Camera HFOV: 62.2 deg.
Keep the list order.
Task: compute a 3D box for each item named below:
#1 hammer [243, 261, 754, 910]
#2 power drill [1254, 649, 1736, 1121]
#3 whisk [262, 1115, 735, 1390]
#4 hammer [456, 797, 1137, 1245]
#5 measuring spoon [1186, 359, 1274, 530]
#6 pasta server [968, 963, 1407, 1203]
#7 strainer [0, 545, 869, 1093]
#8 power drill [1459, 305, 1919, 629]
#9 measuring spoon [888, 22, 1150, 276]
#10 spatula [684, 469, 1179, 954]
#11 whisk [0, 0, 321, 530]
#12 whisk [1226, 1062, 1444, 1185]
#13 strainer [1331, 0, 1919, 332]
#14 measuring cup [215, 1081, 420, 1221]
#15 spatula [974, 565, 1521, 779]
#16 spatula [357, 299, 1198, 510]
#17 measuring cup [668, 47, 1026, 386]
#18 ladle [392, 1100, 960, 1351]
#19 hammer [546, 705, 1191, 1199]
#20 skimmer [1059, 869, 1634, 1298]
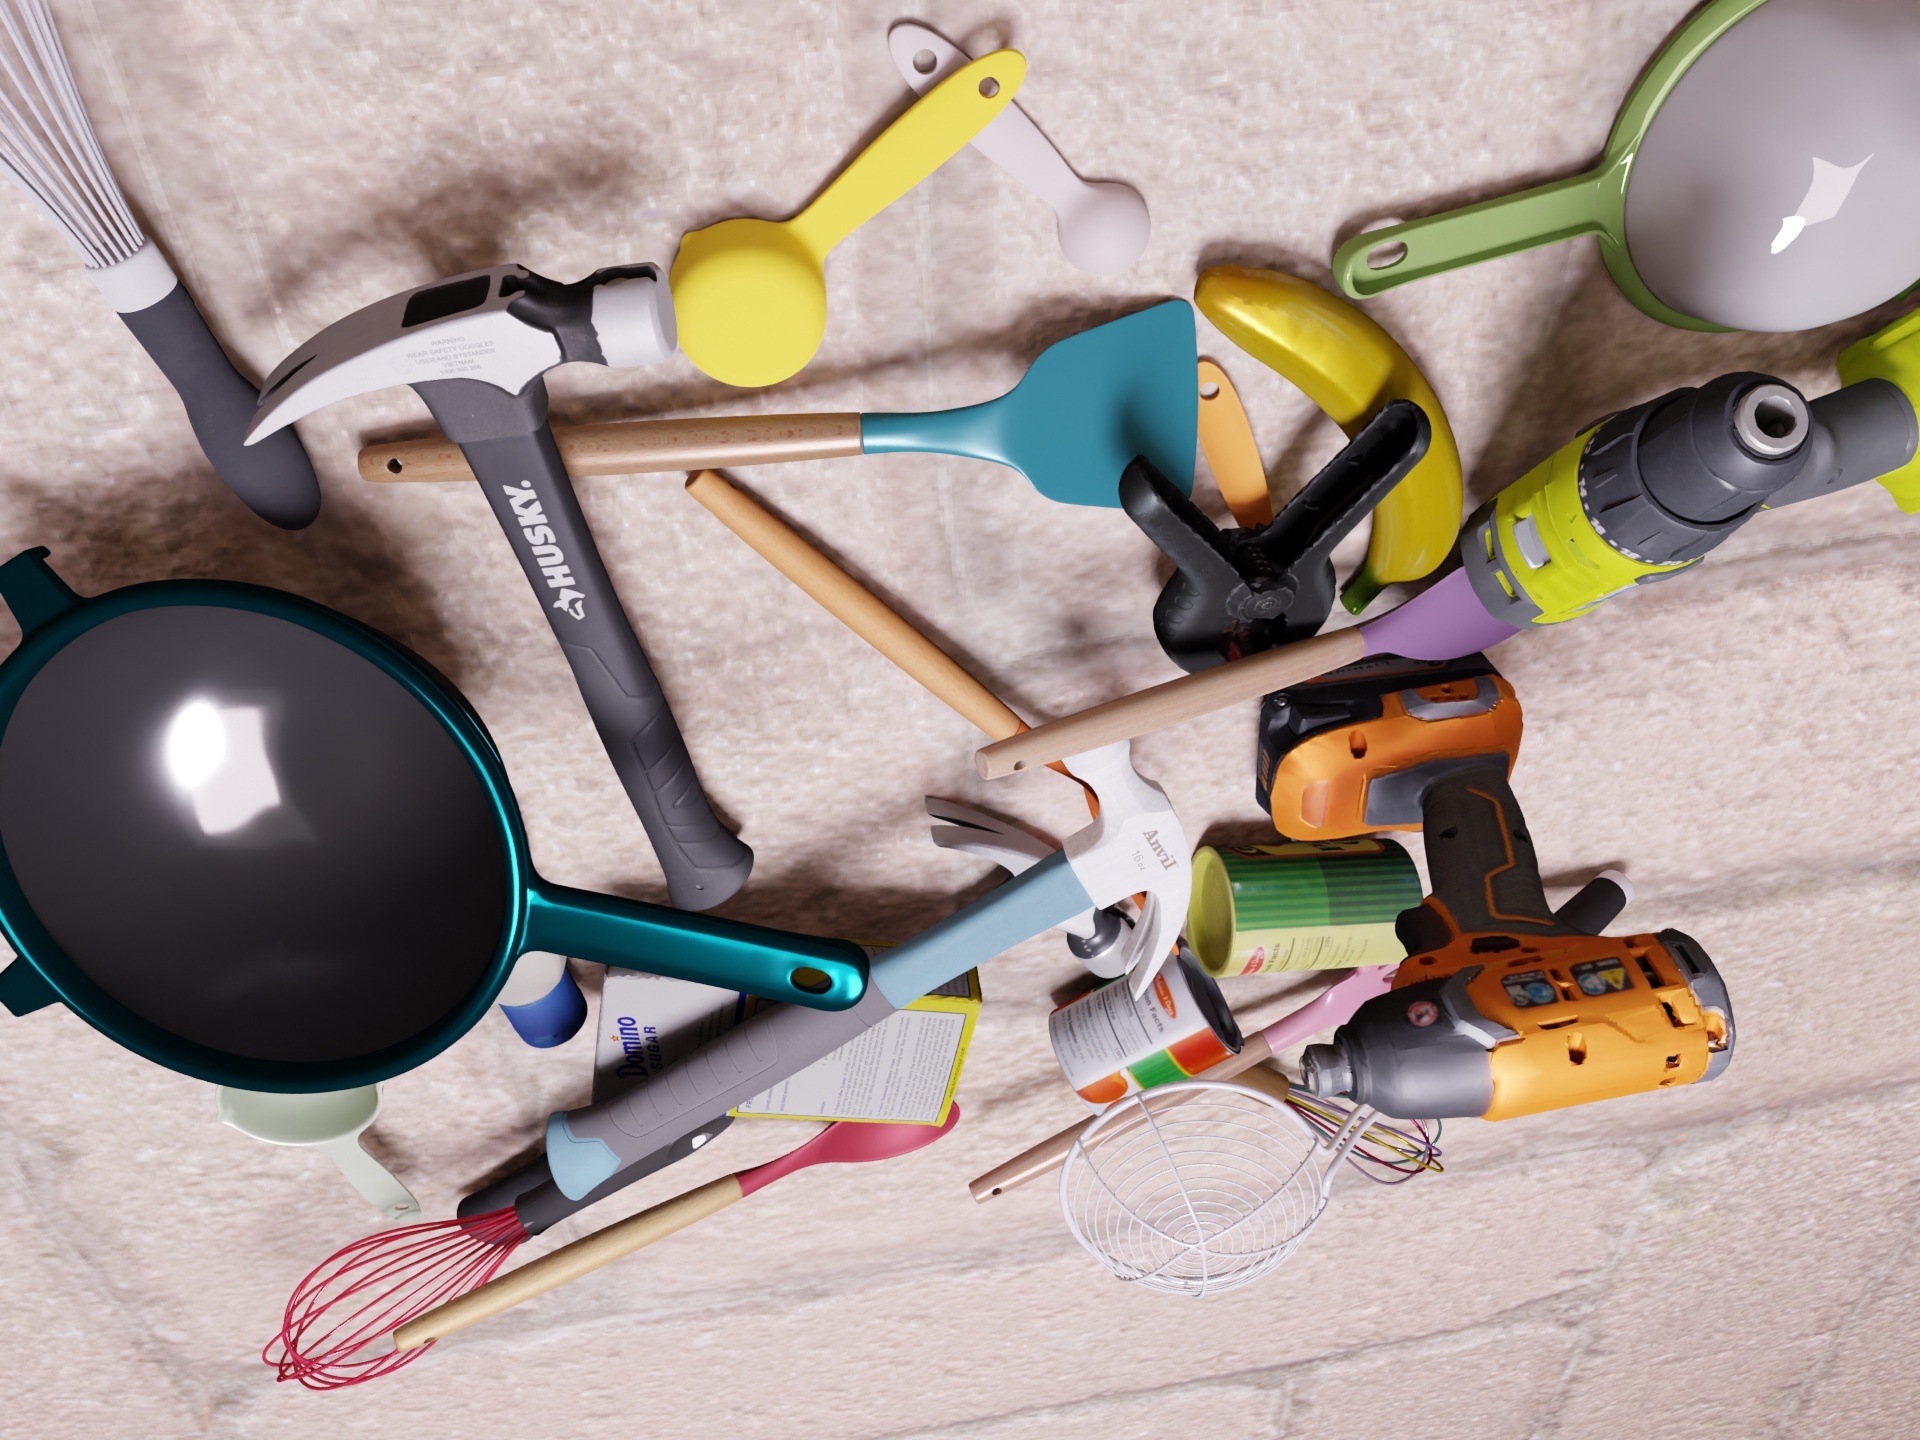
[{"bbox_3d":[-0.147,-0.026,0.629,0.146,0.035,0.334,-7,139,4],"label":"hammer"},{"bbox_3d":[0.201,0.072,0.689,0.164,0.227,0.084,-10,132,-4],"label":"power drill"},{"bbox_3d":[-0.242,0.269,0.836,0.296,0.073,0.073,-31,131,7],"label":"whisk"},{"bbox_3d":[-0.110,0.177,0.840,0.409,0.036,0.149,-33,129,16],"label":"hammer"},{"bbox_3d":[0.116,-0.103,0.665,0.021,0.011,0.116,-19,129,13],"label":"measuring spoon"},{"bbox_3d":[0.149,0.196,0.887,0.316,0.040,0.060,-27,116,-2],"label":"pasta server"},{"bbox_3d":[-0.200,0.048,0.628,0.340,0.095,0.211,13,112,-4],"label":"strainer"},{"bbox_3d":[0.324,-0.107,0.600,0.228,0.080,0.190,-19,173,-6],"label":"power drill"},{"bbox_3d":[0.022,-0.196,0.553,0.124,0.018,0.034,32,117,-33],"label":"measuring spoon"},{"bbox_3d":[-0.001,-0.002,0.699,0.041,0.081,0.322,-46,121,8],"label":"spatula"},{"bbox_3d":[-0.273,-0.165,0.488,0.070,0.070,0.284,-17,137,2],"label":"whisk"},{"bbox_3d":[0.208,0.229,0.957,0.244,0.047,0.051,27,121,-28],"label":"whisk"},{"bbox_3d":[0.270,-0.186,0.585,0.256,0.069,0.151,-15,132,-2],"label":"strainer"},{"bbox_3d":[-0.315,0.204,0.815,0.083,0.038,0.167,-15,135,0],"label":"measuring cup"},{"bbox_3d":[0.147,-0.025,0.678,0.316,0.018,0.059,-17,136,-23],"label":"spatula"},{"bbox_3d":[-0.063,-0.107,0.600,0.317,0.044,0.082,-4,111,-2],"label":"spatula"},{"bbox_3d":[-0.038,-0.171,0.546,0.156,0.029,0.062,-34,129,24],"label":"measuring cup"},{"bbox_3d":[-0.142,0.260,0.848,0.315,0.031,0.069,-18,141,-26],"label":"ladle"},{"bbox_3d":[-0.047,0.124,0.712,0.331,0.033,0.128,-30,116,8],"label":"hammer"},{"bbox_3d":[0.212,0.166,0.823,0.363,0.090,0.127,-31,119,-29],"label":"skimmer"}]
